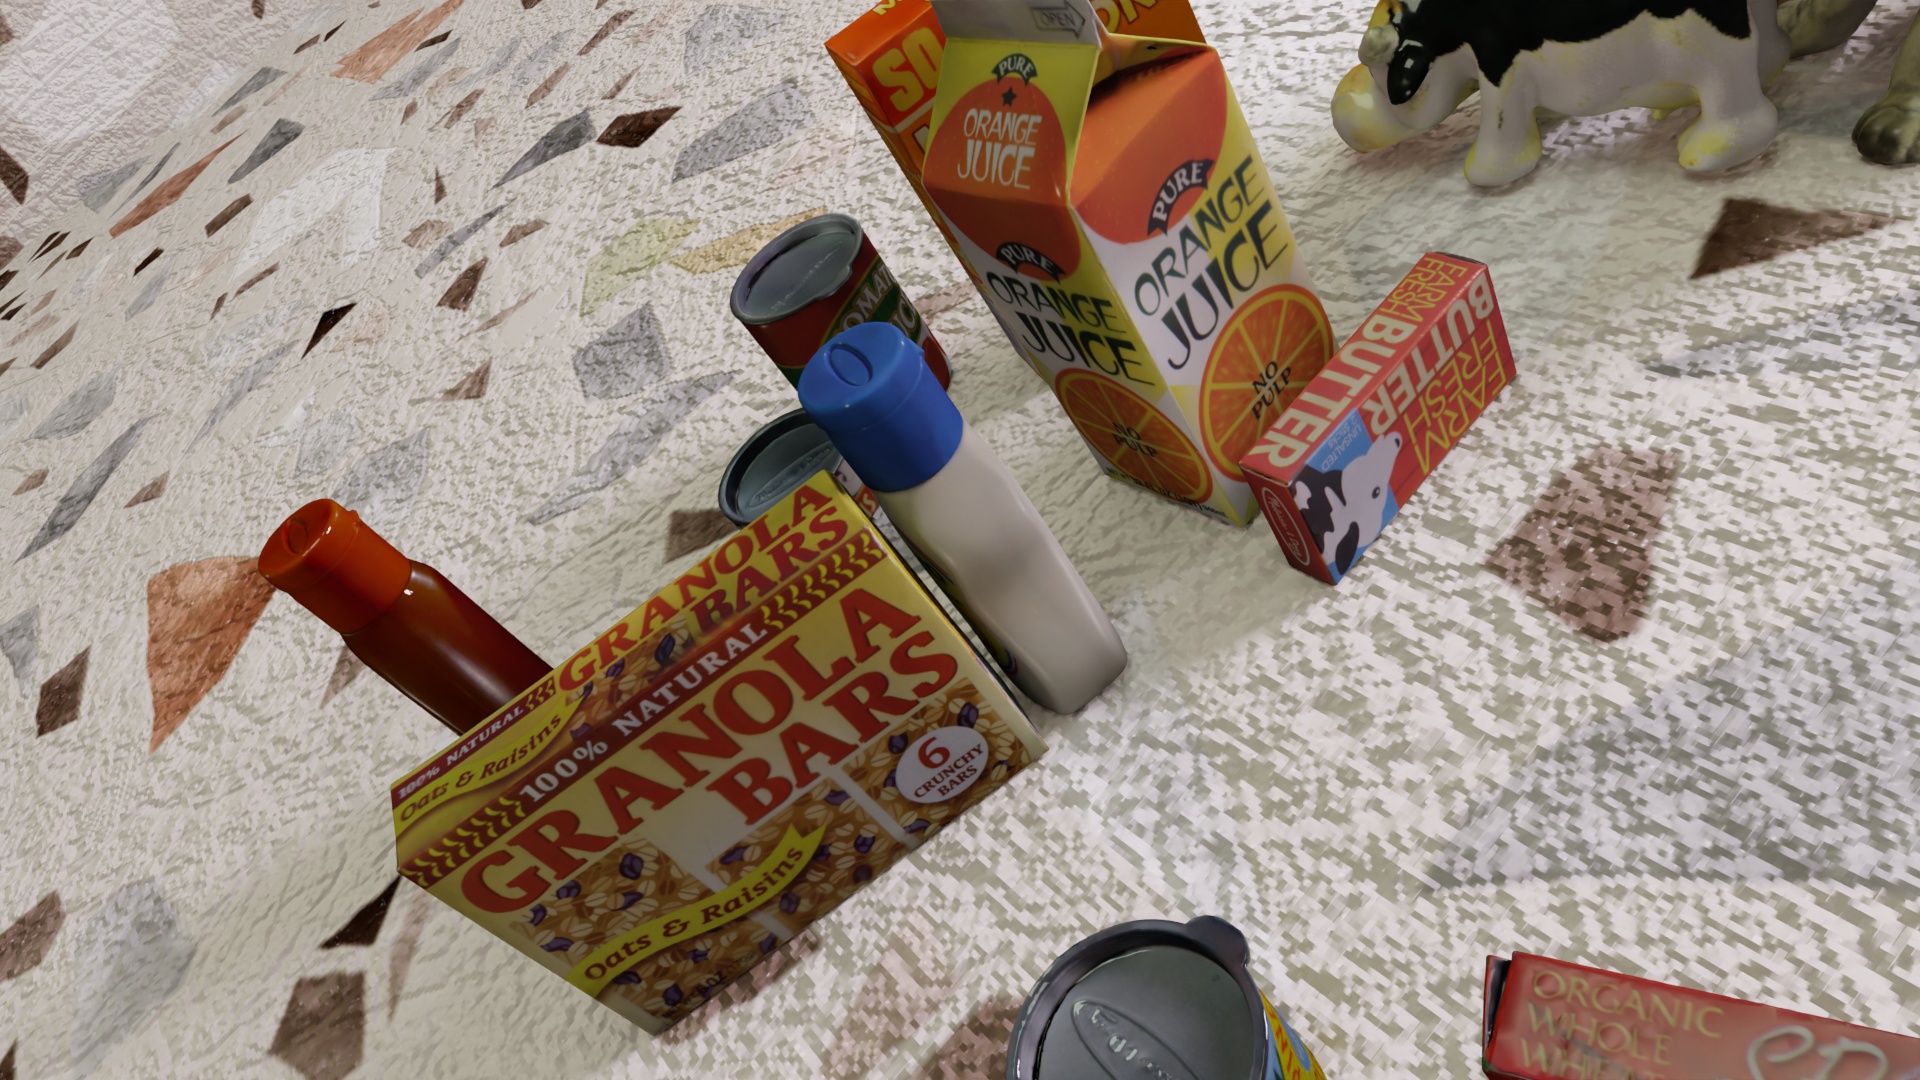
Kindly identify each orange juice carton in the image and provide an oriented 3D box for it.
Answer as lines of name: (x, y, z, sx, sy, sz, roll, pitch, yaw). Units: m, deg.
orange juice carton: (0.056, -0.097, 0.458, 0.073, 0.192, 0.072, -49, 41, -14)

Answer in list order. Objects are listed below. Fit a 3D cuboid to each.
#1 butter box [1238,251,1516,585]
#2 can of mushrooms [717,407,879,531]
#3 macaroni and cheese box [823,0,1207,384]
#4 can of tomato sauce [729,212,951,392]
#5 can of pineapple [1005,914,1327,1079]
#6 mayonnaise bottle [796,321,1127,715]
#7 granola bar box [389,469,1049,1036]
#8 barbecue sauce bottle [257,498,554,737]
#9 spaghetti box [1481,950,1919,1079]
butter box: (0.138, -0.040, 0.453, 0.104, 0.053, 0.024, -47, 41, -12)
can of mushrooms: (-0.068, -0.022, 0.598, 0.071, 0.033, 0.071, -20, 43, 19)
macaroni and cheese box: (0.041, -0.160, 0.550, 0.124, 0.166, 0.040, -37, 40, 0)
can of tomato sauce: (-0.050, -0.091, 0.613, 0.071, 0.083, 0.071, -20, 43, 20)
can of pineapple: (0.054, 0.135, 0.341, 0.071, 0.057, 0.071, -20, 43, 20)
mayonnaise bottle: (0.002, -0.006, 0.444, 0.041, 0.147, 0.065, -40, 40, -4)
granola bar box: (-0.071, 0.071, 0.440, 0.165, 0.124, 0.039, -36, 40, 1)
barbecue sauce bottle: (-0.203, 0.043, 0.544, 0.044, 0.148, 0.065, -42, 40, -6)
spaghetti box: (0.222, 0.120, 0.242, 0.250, 0.050, 0.029, 3, 54, 37)
